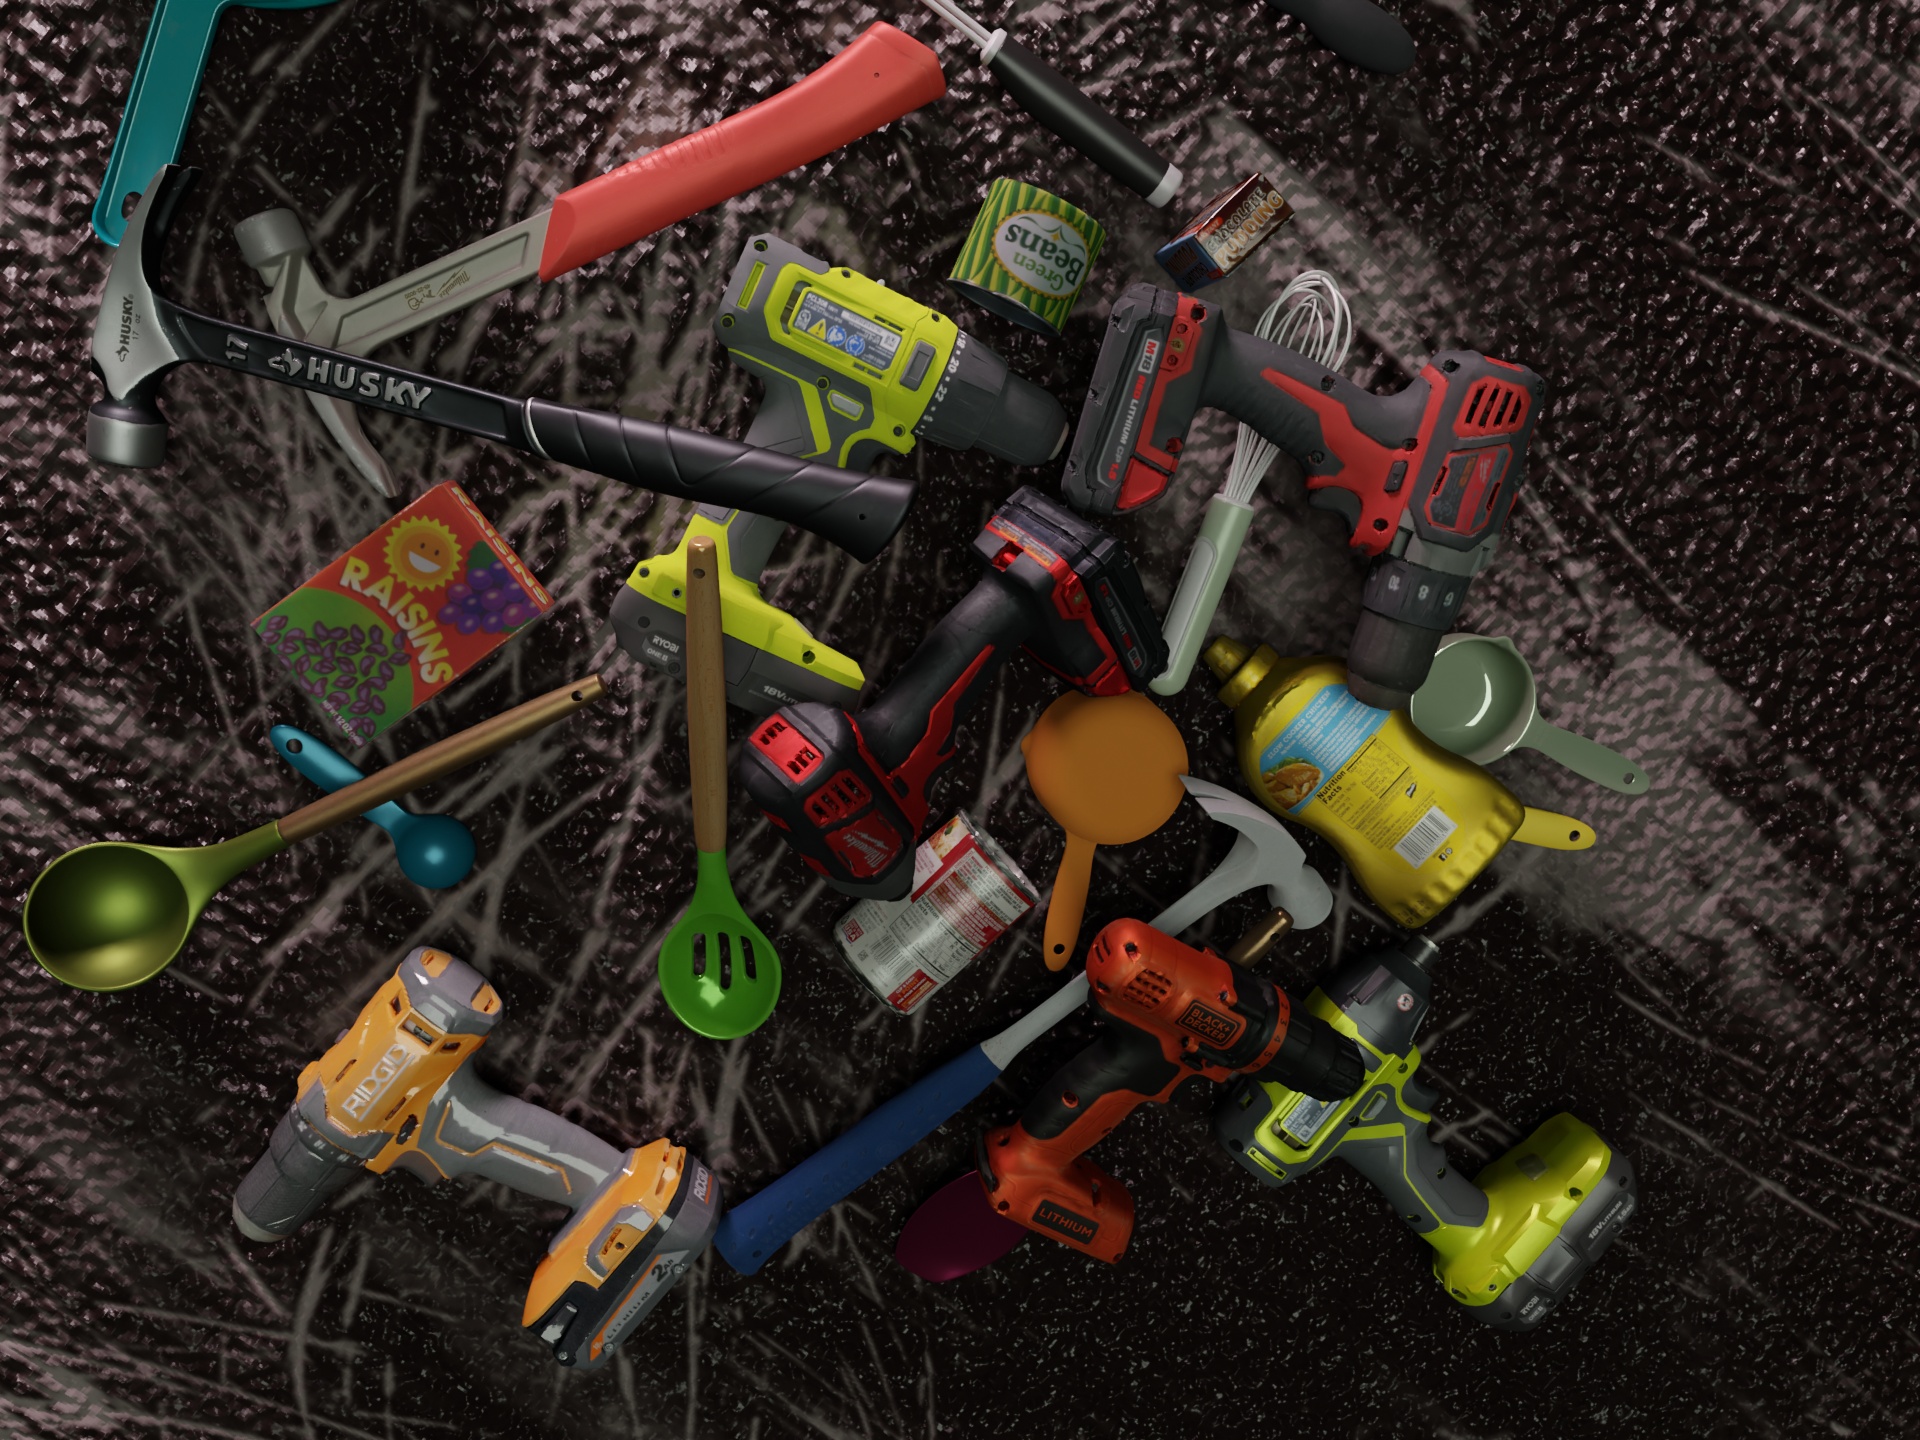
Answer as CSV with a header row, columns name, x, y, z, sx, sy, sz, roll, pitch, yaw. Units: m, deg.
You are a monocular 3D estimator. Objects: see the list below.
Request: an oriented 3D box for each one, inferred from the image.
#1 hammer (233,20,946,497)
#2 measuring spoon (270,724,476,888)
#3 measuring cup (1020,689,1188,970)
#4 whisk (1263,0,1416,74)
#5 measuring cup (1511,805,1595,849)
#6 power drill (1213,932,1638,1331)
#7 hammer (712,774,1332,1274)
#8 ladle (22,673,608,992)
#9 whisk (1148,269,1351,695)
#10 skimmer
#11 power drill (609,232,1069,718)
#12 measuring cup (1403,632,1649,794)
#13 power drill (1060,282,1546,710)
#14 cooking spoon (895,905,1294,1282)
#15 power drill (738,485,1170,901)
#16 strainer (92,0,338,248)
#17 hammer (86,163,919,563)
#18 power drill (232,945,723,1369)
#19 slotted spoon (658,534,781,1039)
name,x,y,z,sx,sy,sz,roll,pitch,yaw
hammer,-0.172,-0.252,0.812,0.359,0.037,0.149,-25,104,-2
measuring spoon,-0.319,0.046,0.857,0.128,0.021,0.042,40,93,-13
measuring cup,0.076,0.067,0.902,0.095,0.052,0.173,11,98,-10
whisk,0.117,-0.405,0.817,0.284,0.070,0.070,23,97,-17
measuring cup,0.311,0.059,0.946,0.156,0.029,0.062,11,99,-8
power drill,0.288,0.247,0.960,0.223,0.080,0.171,38,95,-10
hammer,0.023,0.183,0.910,0.405,0.035,0.143,-37,131,4
ladle,-0.331,0.050,0.826,0.320,0.062,0.078,-25,100,2
whisk,0.154,-0.128,0.880,0.059,0.058,0.246,9,107,-43
skimmer,-0.017,-0.389,0.778,0.363,0.090,0.127,33,52,-17
power drill,-0.066,-0.114,0.836,0.190,0.080,0.228,24,94,-12
measuring cup,0.331,0.004,0.937,0.167,0.038,0.083,24,97,-14
power drill,0.168,-0.117,0.824,0.226,0.080,0.188,16,106,0
cooking spoon,0.078,0.221,0.929,0.068,0.017,0.319,38,104,-23
power drill,-0.001,-0.003,0.824,0.219,0.079,0.143,-43,139,-10
strainer,-0.353,-0.385,0.728,0.211,0.095,0.340,18,97,-12
hammer,-0.220,-0.151,0.768,0.409,0.036,0.149,15,106,2
power drill,-0.270,0.260,0.880,0.226,0.084,0.185,40,94,-9
slotted spoon,-0.128,0.044,0.828,0.070,0.031,0.313,5,125,1
